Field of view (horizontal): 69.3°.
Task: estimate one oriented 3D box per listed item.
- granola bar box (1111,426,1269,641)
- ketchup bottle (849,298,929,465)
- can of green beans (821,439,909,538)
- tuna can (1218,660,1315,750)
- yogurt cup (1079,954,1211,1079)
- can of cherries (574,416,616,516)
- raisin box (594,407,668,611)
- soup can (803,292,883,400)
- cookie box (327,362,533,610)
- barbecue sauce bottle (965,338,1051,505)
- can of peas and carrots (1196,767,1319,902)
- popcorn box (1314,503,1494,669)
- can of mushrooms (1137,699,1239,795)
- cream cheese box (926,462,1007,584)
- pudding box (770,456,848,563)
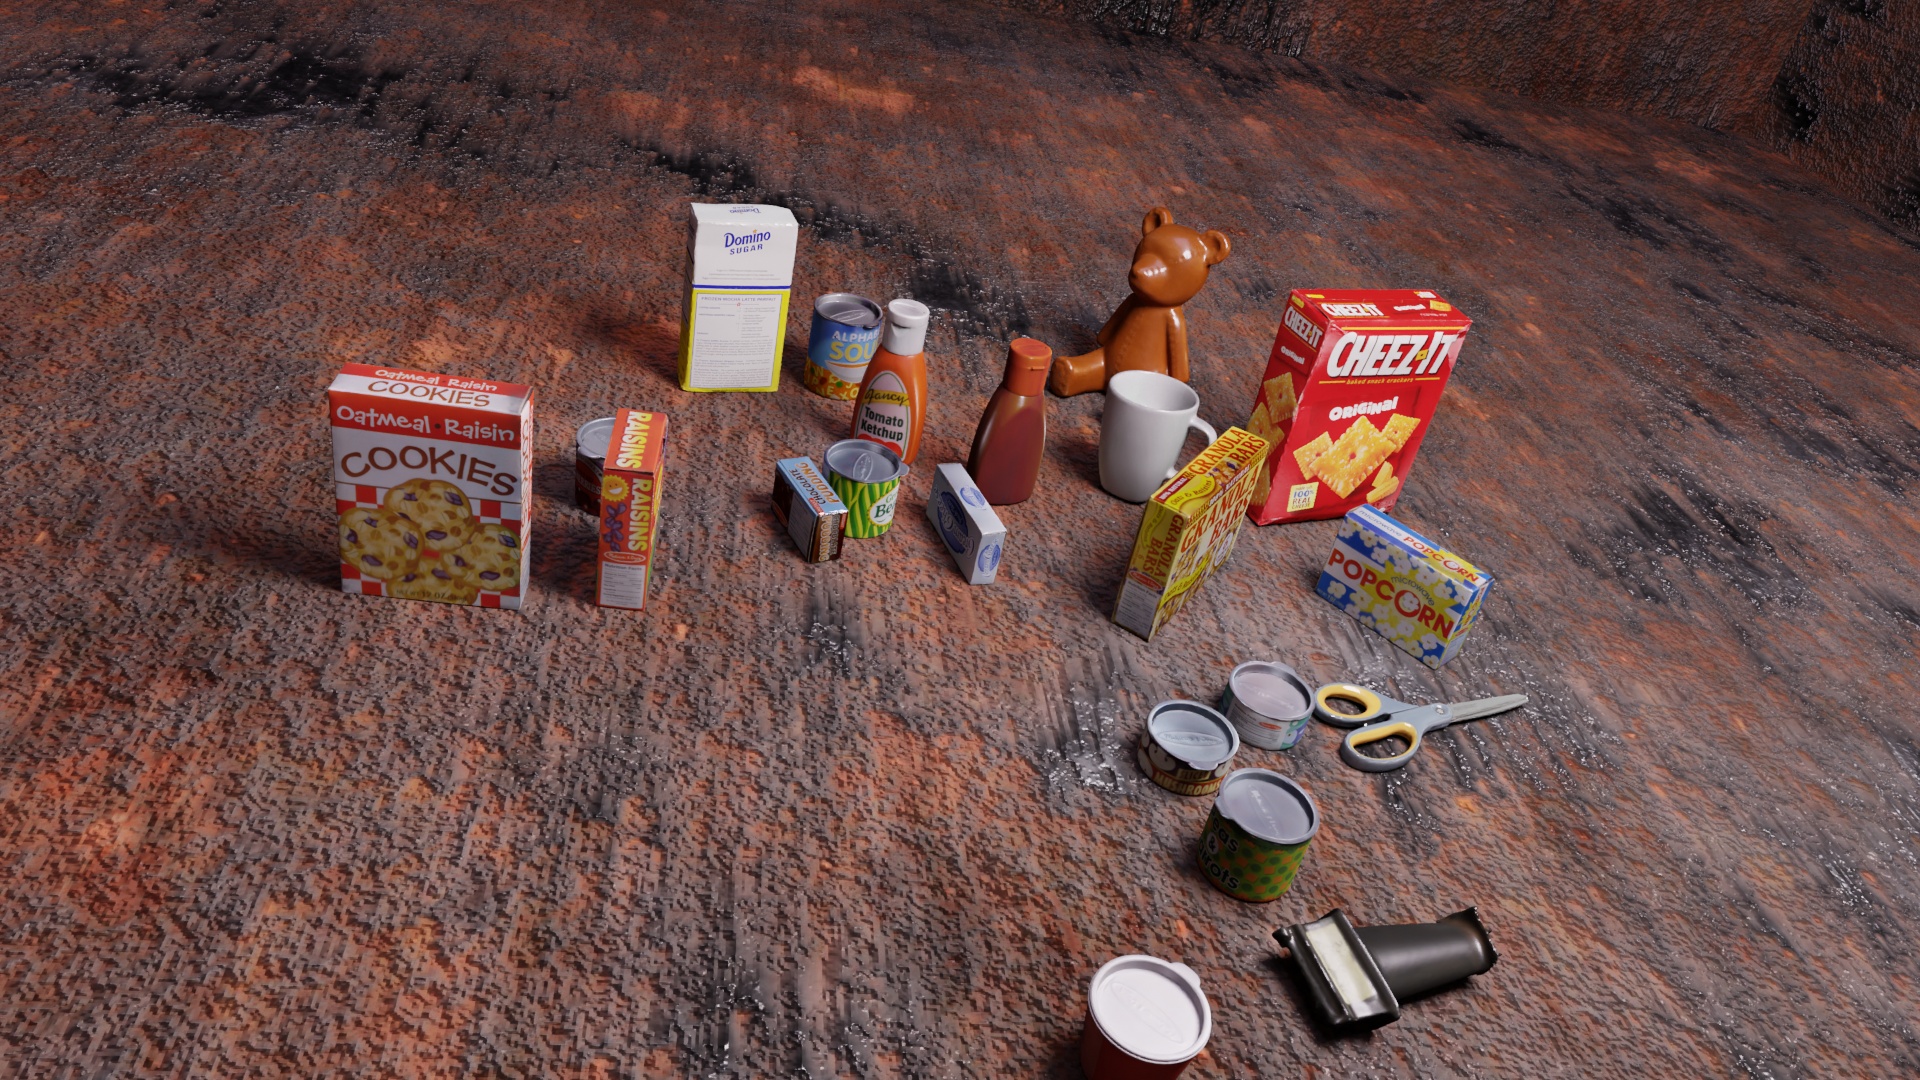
[{"bbox_3d":[0.189,-0.009,1.140,0.039,0.123,0.166,27,36,21],"label":"granola bar box"},{"bbox_3d":[-0.058,-0.140,1.229,0.065,0.148,0.044,18,34,8],"label":"ketchup bottle"},{"bbox_3d":[-0.085,-0.043,1.159,0.071,0.057,0.071,9,34,-6],"label":"can of green beans"},{"bbox_3d":[0.230,0.123,1.043,0.071,0.032,0.071,9,34,-6],"label":"tuna can"},{"bbox_3d":[0.098,0.271,0.761,0.072,0.053,0.073,9,34,-6],"label":"yogurt cup"},{"bbox_3d":[-0.278,-0.058,1.116,0.071,0.058,0.072,9,34,-6],"label":"can of cherries"},{"bbox_3d":[-0.241,-0.023,1.018,0.040,0.122,0.086,7,34,-9],"label":"raisin box"},{"bbox_3d":[-0.112,-0.185,1.336,0.071,0.083,0.072,9,34,-6],"label":"soup can"},{"bbox_3d":[-0.361,-0.035,0.956,0.123,0.166,0.040,7,34,-9],"label":"cookie box"},{"bbox_3d":[0.046,-0.102,1.209,0.065,0.147,0.044,-4,37,-24],"label":"barbecue sauce bottle"},{"bbox_3d":[0.190,0.192,0.904,0.071,0.058,0.071,9,34,-6],"label":"can of peas and carrots"},{"bbox_3d":[0.370,0.037,1.168,0.038,0.084,0.127,-22,47,-41],"label":"popcorn box"},{"bbox_3d":[0.161,0.148,0.982,0.071,0.033,0.071,9,34,-6],"label":"can of mushrooms"},{"bbox_3d":[0.004,-0.014,1.151,0.024,0.053,0.104,-4,37,-24],"label":"cream cheese box"},{"bbox_3d":[-0.124,-0.026,1.129,0.030,0.049,0.084,-9,39,-30],"label":"pudding box"}]
